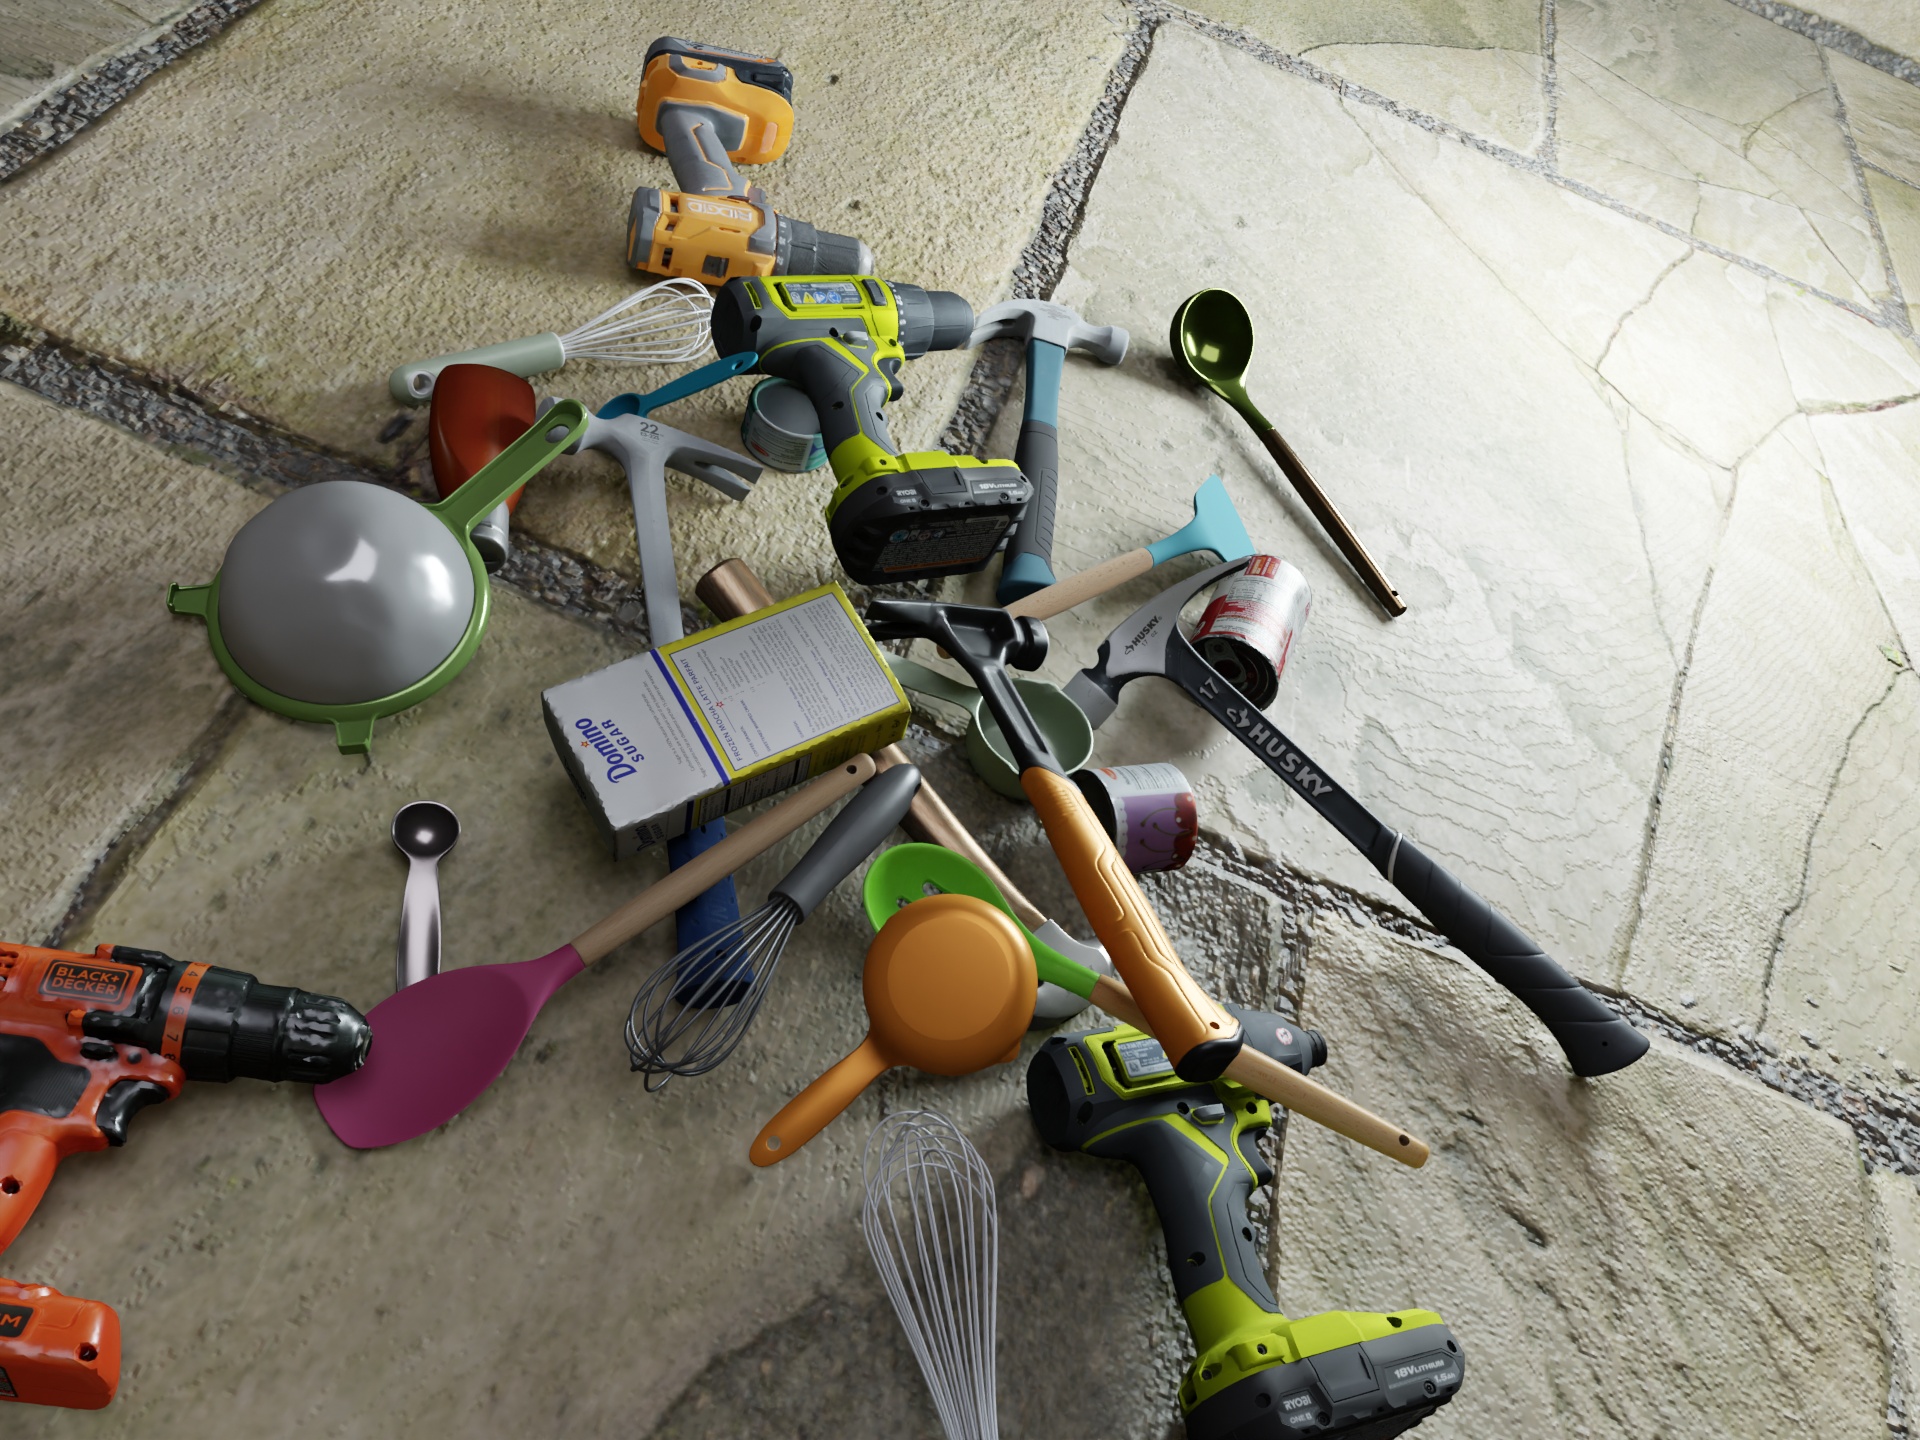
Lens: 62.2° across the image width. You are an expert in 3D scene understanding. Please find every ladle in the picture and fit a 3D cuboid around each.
[{"bbox_3d":[0.261,-0.214,1.247,0.078,0.062,0.320,-15,62,-28],"label":"ladle"}]

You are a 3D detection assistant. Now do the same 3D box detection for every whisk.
[{"bbox_3d":[-0.269,-0.254,1.081,0.246,0.057,0.059,-23,29,-32],"label":"whisk"},{"bbox_3d":[0.003,0.311,0.708,0.070,0.070,0.285,1,56,-21],"label":"whisk"},{"bbox_3d":[-0.087,0.096,0.805,0.055,0.055,0.239,35,49,9],"label":"whisk"}]

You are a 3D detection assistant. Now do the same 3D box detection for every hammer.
[{"bbox_3d":[0.052,0.052,0.859,0.127,0.034,0.337,4,40,-34],"label":"hammer"},{"bbox_3d":[0.258,0.067,0.988,0.409,0.036,0.149,43,92,8],"label":"hammer"},{"bbox_3d":[-0.161,-0.025,0.923,0.144,0.035,0.406,8,51,-31],"label":"hammer"},{"bbox_3d":[0.058,-0.204,1.172,0.128,0.033,0.331,16,48,-10],"label":"hammer"},{"bbox_3d":[-0.038,0.037,0.905,0.130,0.031,0.331,-35,78,-35],"label":"hammer"}]

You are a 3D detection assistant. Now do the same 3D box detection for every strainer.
[{"bbox_3d":[-0.304,-0.113,0.884,0.151,0.069,0.256,37,65,12],"label":"strainer"}]

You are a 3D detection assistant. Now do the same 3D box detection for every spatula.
[{"bbox_3d":[0.102,-0.097,1.080,0.317,0.044,0.082,-25,90,-34],"label":"spatula"}]

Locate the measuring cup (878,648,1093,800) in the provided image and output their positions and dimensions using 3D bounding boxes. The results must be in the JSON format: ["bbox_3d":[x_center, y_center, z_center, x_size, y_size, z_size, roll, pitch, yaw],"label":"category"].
[{"bbox_3d":[-0.002,-0.003,0.979,0.167,0.038,0.083,23,47,0],"label":"measuring cup"}]

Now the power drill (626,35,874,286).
[{"bbox_3d":[-0.165,-0.421,1.236,0.185,0.084,0.226,5,55,-19],"label":"power drill"}]

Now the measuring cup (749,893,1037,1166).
[{"bbox_3d":[-0.037,0.155,0.773,0.173,0.052,0.095,-40,78,-11],"label":"measuring cup"}]

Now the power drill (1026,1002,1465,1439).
[{"bbox_3d":[0.149,0.249,0.802,0.171,0.080,0.223,-4,51,-24],"label":"power drill"}]

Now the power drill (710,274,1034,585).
[{"bbox_3d":[-0.043,-0.209,1.068,0.190,0.080,0.229,-10,62,-31],"label":"power drill"}]

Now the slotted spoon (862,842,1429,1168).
[{"bbox_3d":[0.091,0.151,0.814,0.314,0.031,0.070,26,57,10],"label":"slotted spoon"}]

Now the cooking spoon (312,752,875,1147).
[{"bbox_3d":[-0.169,0.103,0.794,0.319,0.017,0.069,-34,68,-24],"label":"cooking spoon"}]

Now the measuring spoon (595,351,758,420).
[{"bbox_3d":[-0.184,-0.209,1.042,0.128,0.021,0.042,-19,50,18],"label":"measuring spoon"}]

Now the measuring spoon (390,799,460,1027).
[{"bbox_3d":[-0.273,0.098,0.804,0.034,0.018,0.124,4,58,-19],"label":"measuring spoon"}]
